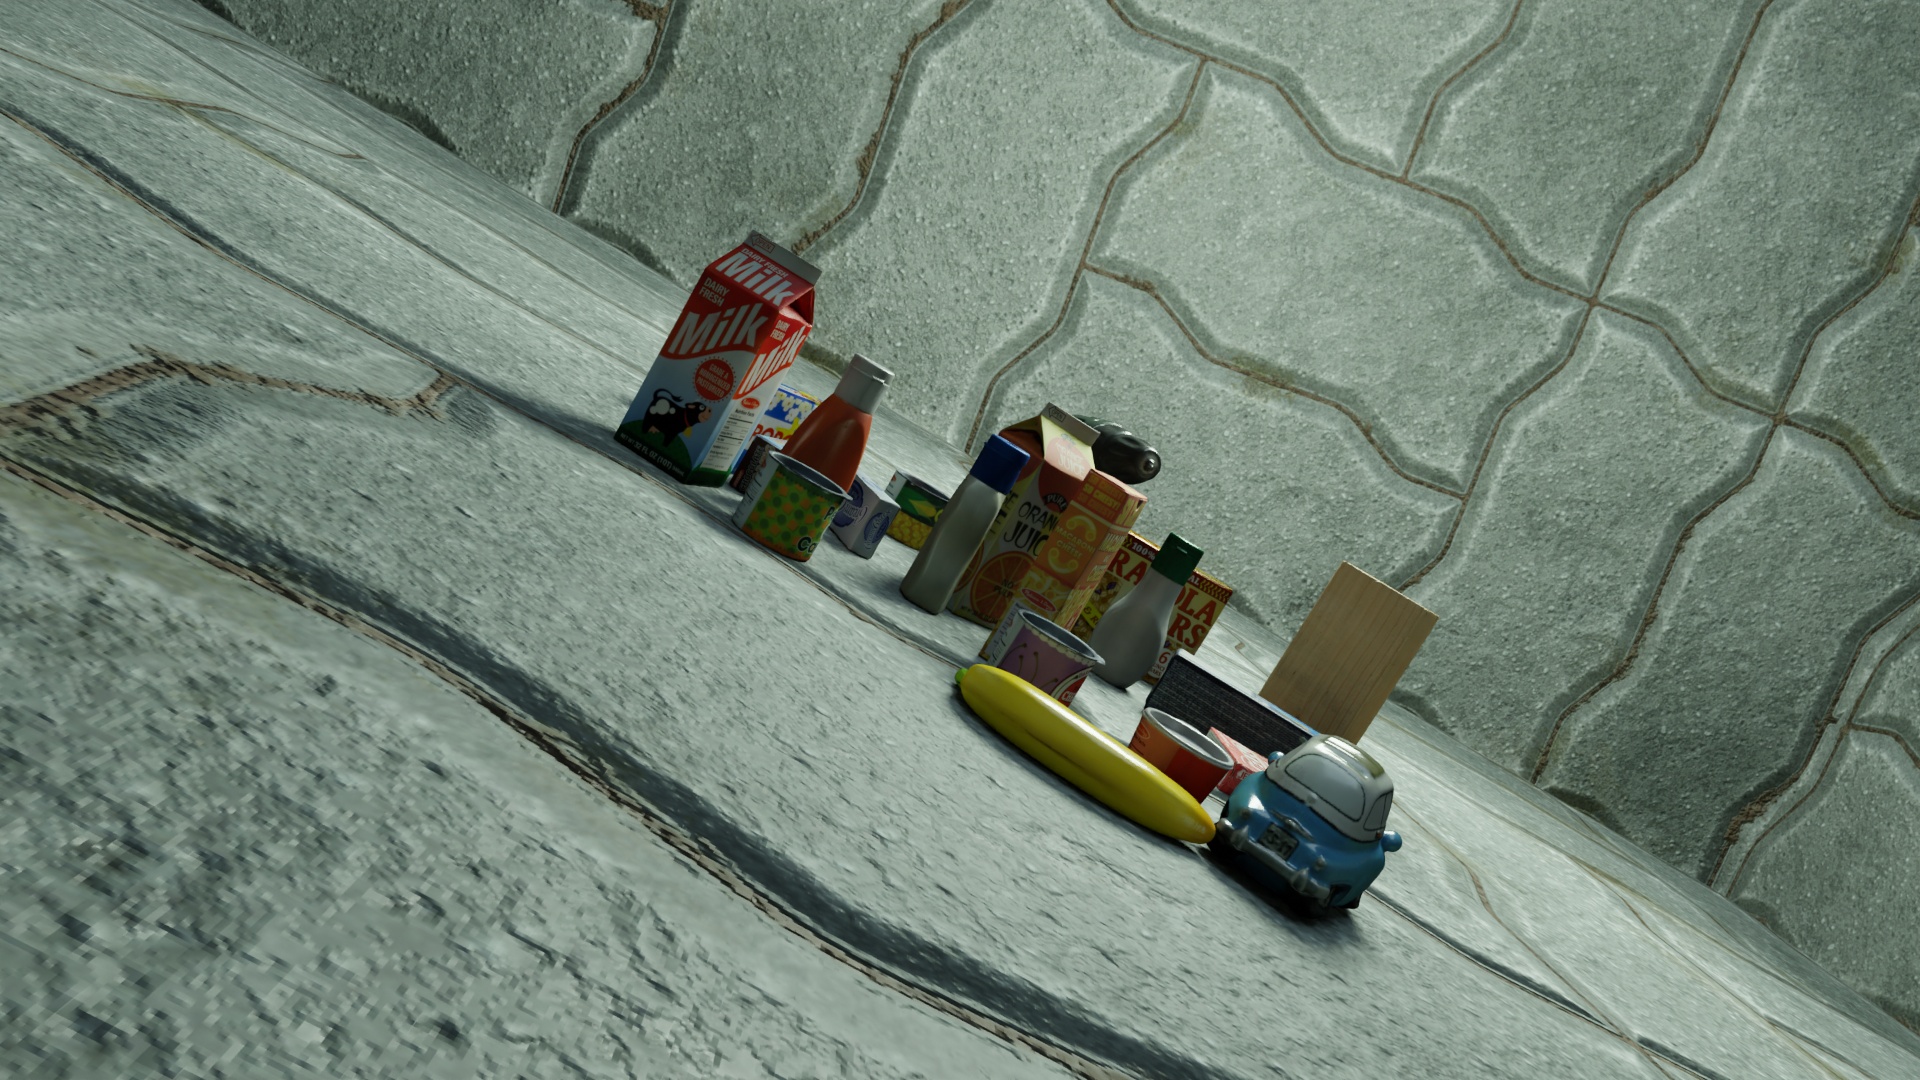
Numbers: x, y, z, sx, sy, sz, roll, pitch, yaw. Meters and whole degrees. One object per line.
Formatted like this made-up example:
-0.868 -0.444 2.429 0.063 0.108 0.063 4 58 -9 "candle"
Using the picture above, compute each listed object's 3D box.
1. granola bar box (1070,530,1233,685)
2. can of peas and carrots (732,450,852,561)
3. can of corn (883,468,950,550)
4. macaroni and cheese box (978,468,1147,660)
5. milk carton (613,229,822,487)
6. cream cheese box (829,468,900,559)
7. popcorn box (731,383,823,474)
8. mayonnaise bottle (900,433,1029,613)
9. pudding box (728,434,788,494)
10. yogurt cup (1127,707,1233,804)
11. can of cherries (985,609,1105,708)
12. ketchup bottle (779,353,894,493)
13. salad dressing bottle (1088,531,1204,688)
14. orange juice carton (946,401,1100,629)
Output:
0.171 0.062 1.385 0.165 0.124 0.039 29 7 -18 "granola bar box"
-0.124 -0.024 1.025 0.071 0.058 0.071 30 7 -4 "can of peas and carrots"
-0.047 -0.029 1.382 0.071 0.058 0.071 30 7 -4 "can of corn"
0.085 0.027 1.100 0.040 0.166 0.124 32 7 12 "macaroni and cheese box"
-0.180 -0.141 1.072 0.072 0.190 0.073 32 7 12 "milk carton"
-0.091 -0.027 1.208 0.024 0.053 0.104 27 8 -31 "cream cheese box"
-0.167 -0.096 1.243 0.038 0.085 0.127 34 7 24 "popcorn box"
0.004 -0.014 1.123 0.041 0.148 0.065 30 6 -7 "mayonnaise bottle"
-0.158 -0.060 1.172 0.030 0.049 0.084 32 7 10 "pudding box"
0.137 0.150 0.911 0.072 0.054 0.072 30 7 -4 "yogurt cup"
0.056 0.091 0.972 0.071 0.058 0.071 30 7 -4 "can of cherries"
-0.104 -0.077 1.111 0.064 0.148 0.043 27 7 -31 "ketchup bottle"
0.171 0.064 1.276 0.064 0.147 0.044 32 6 10 "salad dressing bottle"
0.049 -0.024 1.194 0.072 0.192 0.073 26 8 -39 "orange juice carton"
